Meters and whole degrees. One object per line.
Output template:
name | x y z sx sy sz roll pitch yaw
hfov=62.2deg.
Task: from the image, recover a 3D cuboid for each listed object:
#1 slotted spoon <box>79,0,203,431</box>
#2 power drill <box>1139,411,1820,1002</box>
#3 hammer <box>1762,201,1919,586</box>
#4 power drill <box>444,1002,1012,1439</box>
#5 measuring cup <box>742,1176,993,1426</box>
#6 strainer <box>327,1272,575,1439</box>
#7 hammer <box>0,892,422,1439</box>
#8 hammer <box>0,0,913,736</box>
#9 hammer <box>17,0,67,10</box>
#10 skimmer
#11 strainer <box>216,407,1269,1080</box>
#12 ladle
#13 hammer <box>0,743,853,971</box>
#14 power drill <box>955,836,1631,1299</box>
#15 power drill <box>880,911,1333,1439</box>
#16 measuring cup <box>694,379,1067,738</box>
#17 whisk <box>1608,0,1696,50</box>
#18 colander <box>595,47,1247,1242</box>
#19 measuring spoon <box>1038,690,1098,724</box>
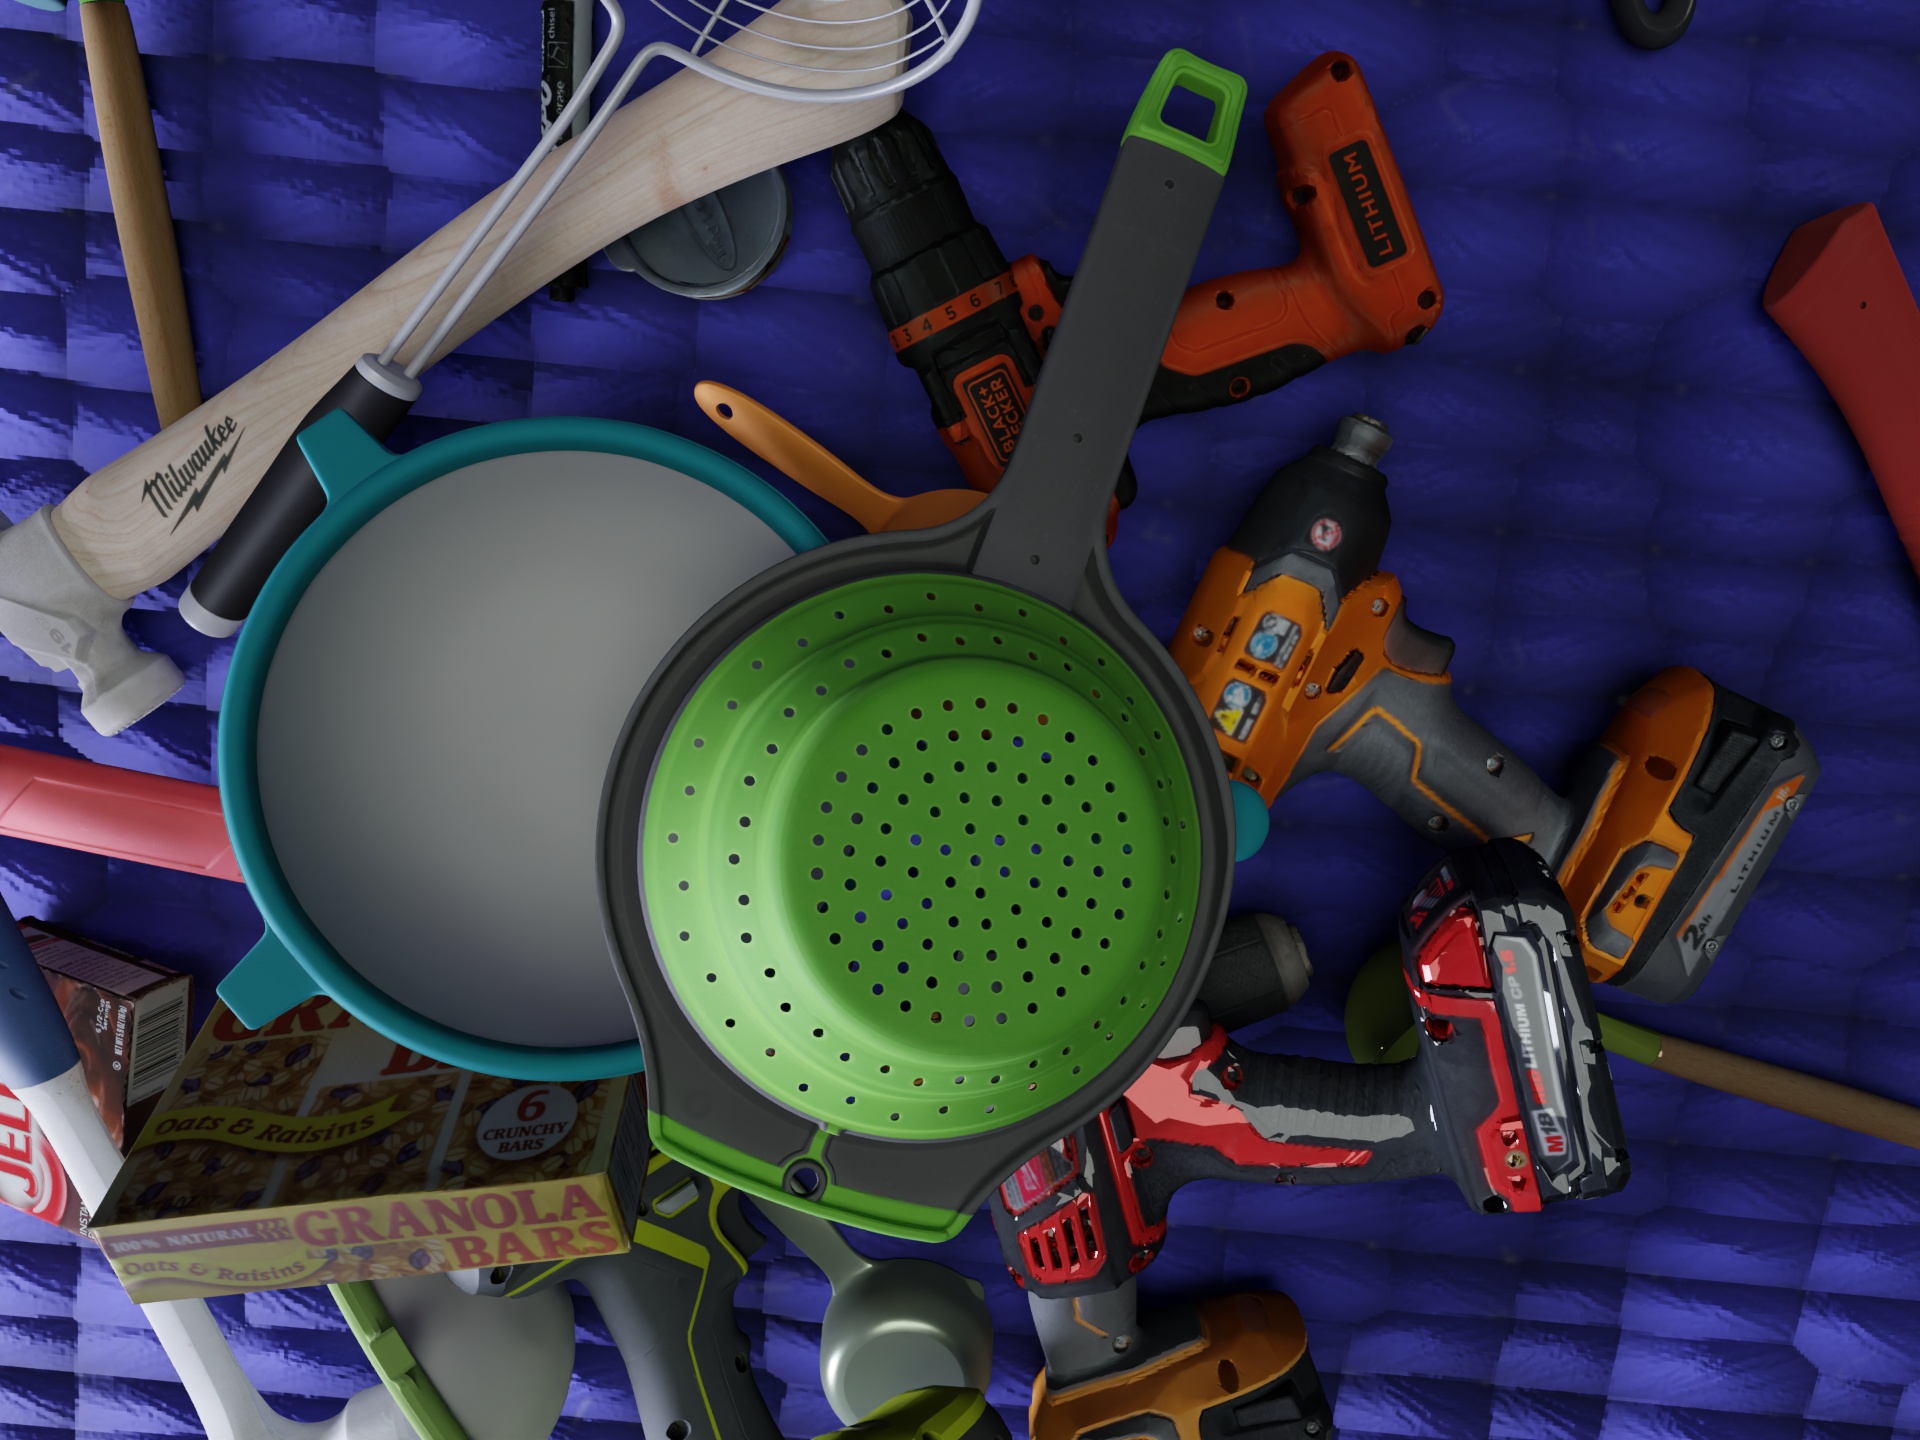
slotted spoon | -0.312 -0.235 0.585 0.070 0.031 0.313 -7 104 -8
power drill | 0.193 -0.006 0.603 0.226 0.084 0.164 24 102 0
hammer | 0.411 -0.034 0.615 0.149 0.037 0.359 -28 101 6
power drill | -0.081 0.223 0.606 0.171 0.080 0.223 -26 85 -38
measuring cup | -0.051 0.241 0.677 0.083 0.038 0.167 -38 101 8
strainer | -0.180 0.279 0.667 0.069 0.152 0.256 -34 122 -20
hammer | -0.341 0.142 0.589 0.144 0.035 0.405 -17 111 -3
hammer | -0.201 -0.151 0.565 0.410 0.038 0.146 -30 109 13
hammer | -0.227 -0.373 0.535 0.128 0.033 0.331 41 93 -6
skimmer | -0.144 -0.139 0.500 0.363 0.090 0.127 -45 135 19
strainer | -0.068 0.018 0.555 0.340 0.095 0.211 7 85 -10
ladle | 0.307 0.151 0.647 0.320 0.062 0.078 17 133 -6
hammer | -0.233 0.066 0.606 0.386 0.038 0.143 12 110 -6
power drill | 0.104 0.115 0.559 0.219 0.078 0.143 -14 95 13
power drill | 0.080 0.197 0.649 0.185 0.084 0.226 -21 97 4
measuring cup | -0.036 -0.060 0.583 0.173 0.052 0.095 36 137 -7
whisk | 0.215 -0.380 0.536 0.073 0.073 0.295 -16 108 4
colander | 0.023 -0.036 0.477 0.204 0.094 0.397 21 83 -9
measuring spoon | -0.001 -0.002 0.638 0.117 0.011 0.021 -9 102 3
